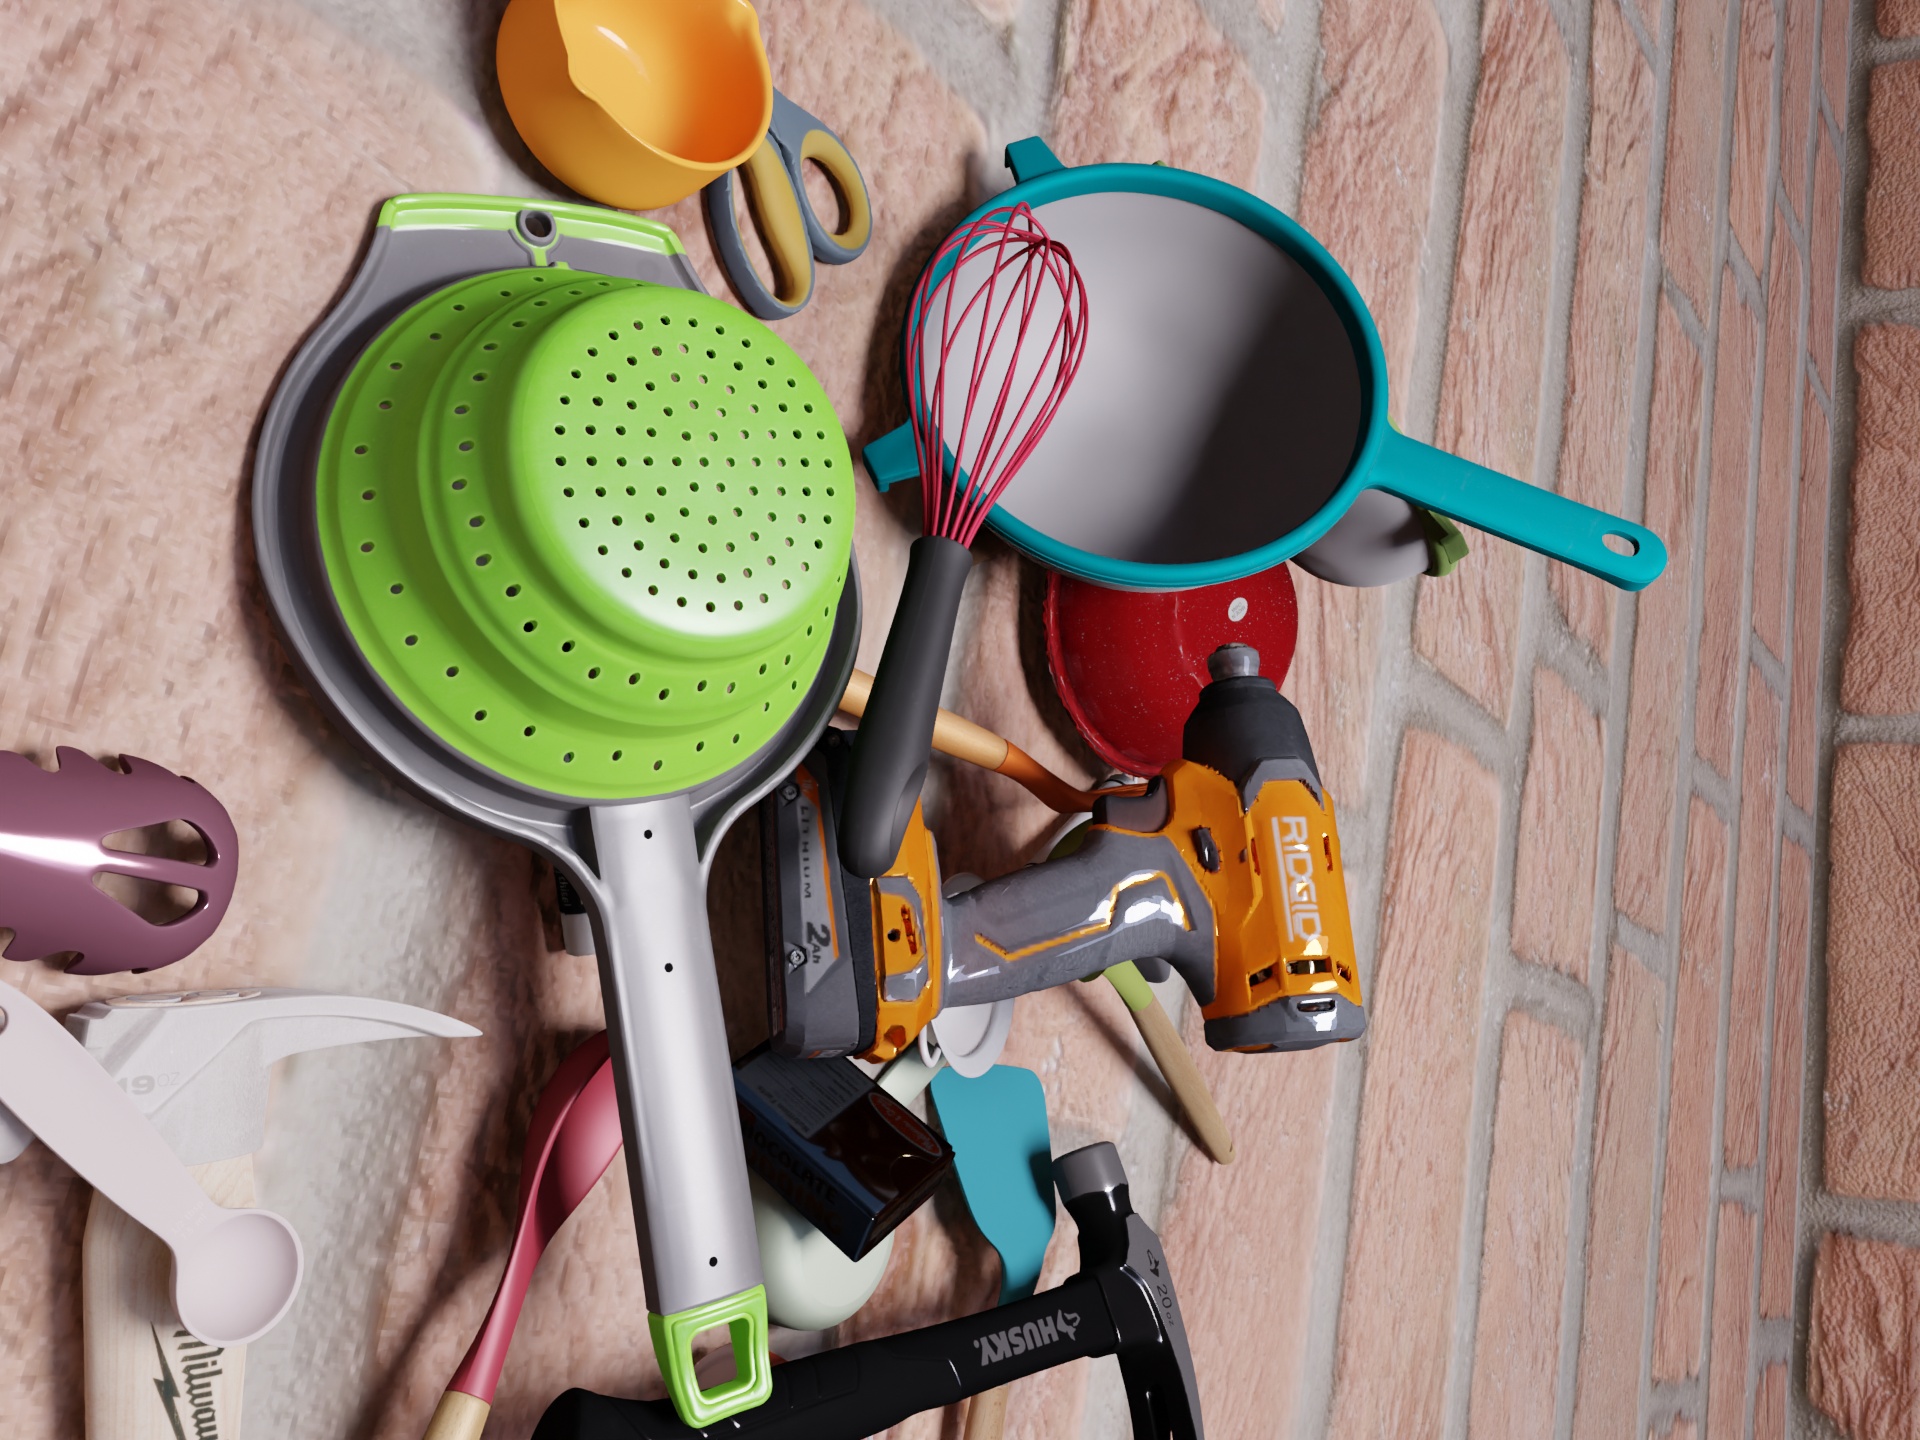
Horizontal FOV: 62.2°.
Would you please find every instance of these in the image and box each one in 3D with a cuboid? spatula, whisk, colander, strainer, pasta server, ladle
[{"bbox_3d":[-0.001,-0.002,0.674,0.322,0.081,0.041,24,70,-37],"label":"spatula"},{"bbox_3d":[-0.003,-0.078,0.588,0.073,0.073,0.296,41,52,-43],"label":"whisk"},{"bbox_3d":[-0.086,0.014,0.482,0.204,0.094,0.397,-6,84,-36],"label":"colander"},{"bbox_3d":[0.078,-0.128,0.818,0.316,0.018,0.059,-34,119,-48],"label":"spatula"},{"bbox_3d":[0.151,-0.163,0.808,0.256,0.069,0.151,54,5,0],"label":"strainer"},{"bbox_3d":[0.135,-0.114,0.714,0.095,0.340,0.211,106,6,-68],"label":"strainer"},{"bbox_3d":[0.003,0.317,0.712,0.082,0.044,0.317,15,82,-49],"label":"spatula"},{"bbox_3d":[0.029,0.082,0.735,0.258,0.050,0.086,-40,120,-51],"label":"strainer"},{"bbox_3d":[-0.288,0.009,0.326,0.316,0.040,0.060,23,71,-52],"label":"pasta server"},{"bbox_3d":[-0.154,0.226,0.465,0.069,0.031,0.316,94,10,-52],"label":"ladle"},{"bbox_3d":[0.106,0.151,0.782,0.319,0.062,0.078,61,43,-46],"label":"ladle"}]

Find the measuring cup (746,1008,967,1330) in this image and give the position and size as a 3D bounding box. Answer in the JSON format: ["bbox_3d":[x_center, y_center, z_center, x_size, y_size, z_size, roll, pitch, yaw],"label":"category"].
[{"bbox_3d":[-0.033,0.177,0.654,0.167,0.038,0.083,-44,122,-40],"label":"measuring cup"}]

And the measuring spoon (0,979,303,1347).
[{"bbox_3d":[-0.211,0.109,0.396,0.124,0.018,0.034,61,43,-24],"label":"measuring spoon"}]

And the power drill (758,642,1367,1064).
[{"bbox_3d":[0.039,0.050,0.615,0.226,0.084,0.164,-1,74,-13],"label":"power drill"}]

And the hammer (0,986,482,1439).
[{"bbox_3d":[-0.210,0.281,0.435,0.146,0.038,0.411,5,85,-52],"label":"hammer"}]

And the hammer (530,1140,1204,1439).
[{"bbox_3d":[-0.017,0.246,0.586,0.334,0.035,0.146,9,55,-51],"label":"hammer"}]

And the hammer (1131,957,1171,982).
[{"bbox_3d":[0.153,-0.052,0.891,0.149,0.036,0.409,44,58,-52],"label":"hammer"}]

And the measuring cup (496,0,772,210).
[{"bbox_3d":[-0.136,-0.254,0.534,0.173,0.052,0.095,57,46,-15],"label":"measuring cup"}]
